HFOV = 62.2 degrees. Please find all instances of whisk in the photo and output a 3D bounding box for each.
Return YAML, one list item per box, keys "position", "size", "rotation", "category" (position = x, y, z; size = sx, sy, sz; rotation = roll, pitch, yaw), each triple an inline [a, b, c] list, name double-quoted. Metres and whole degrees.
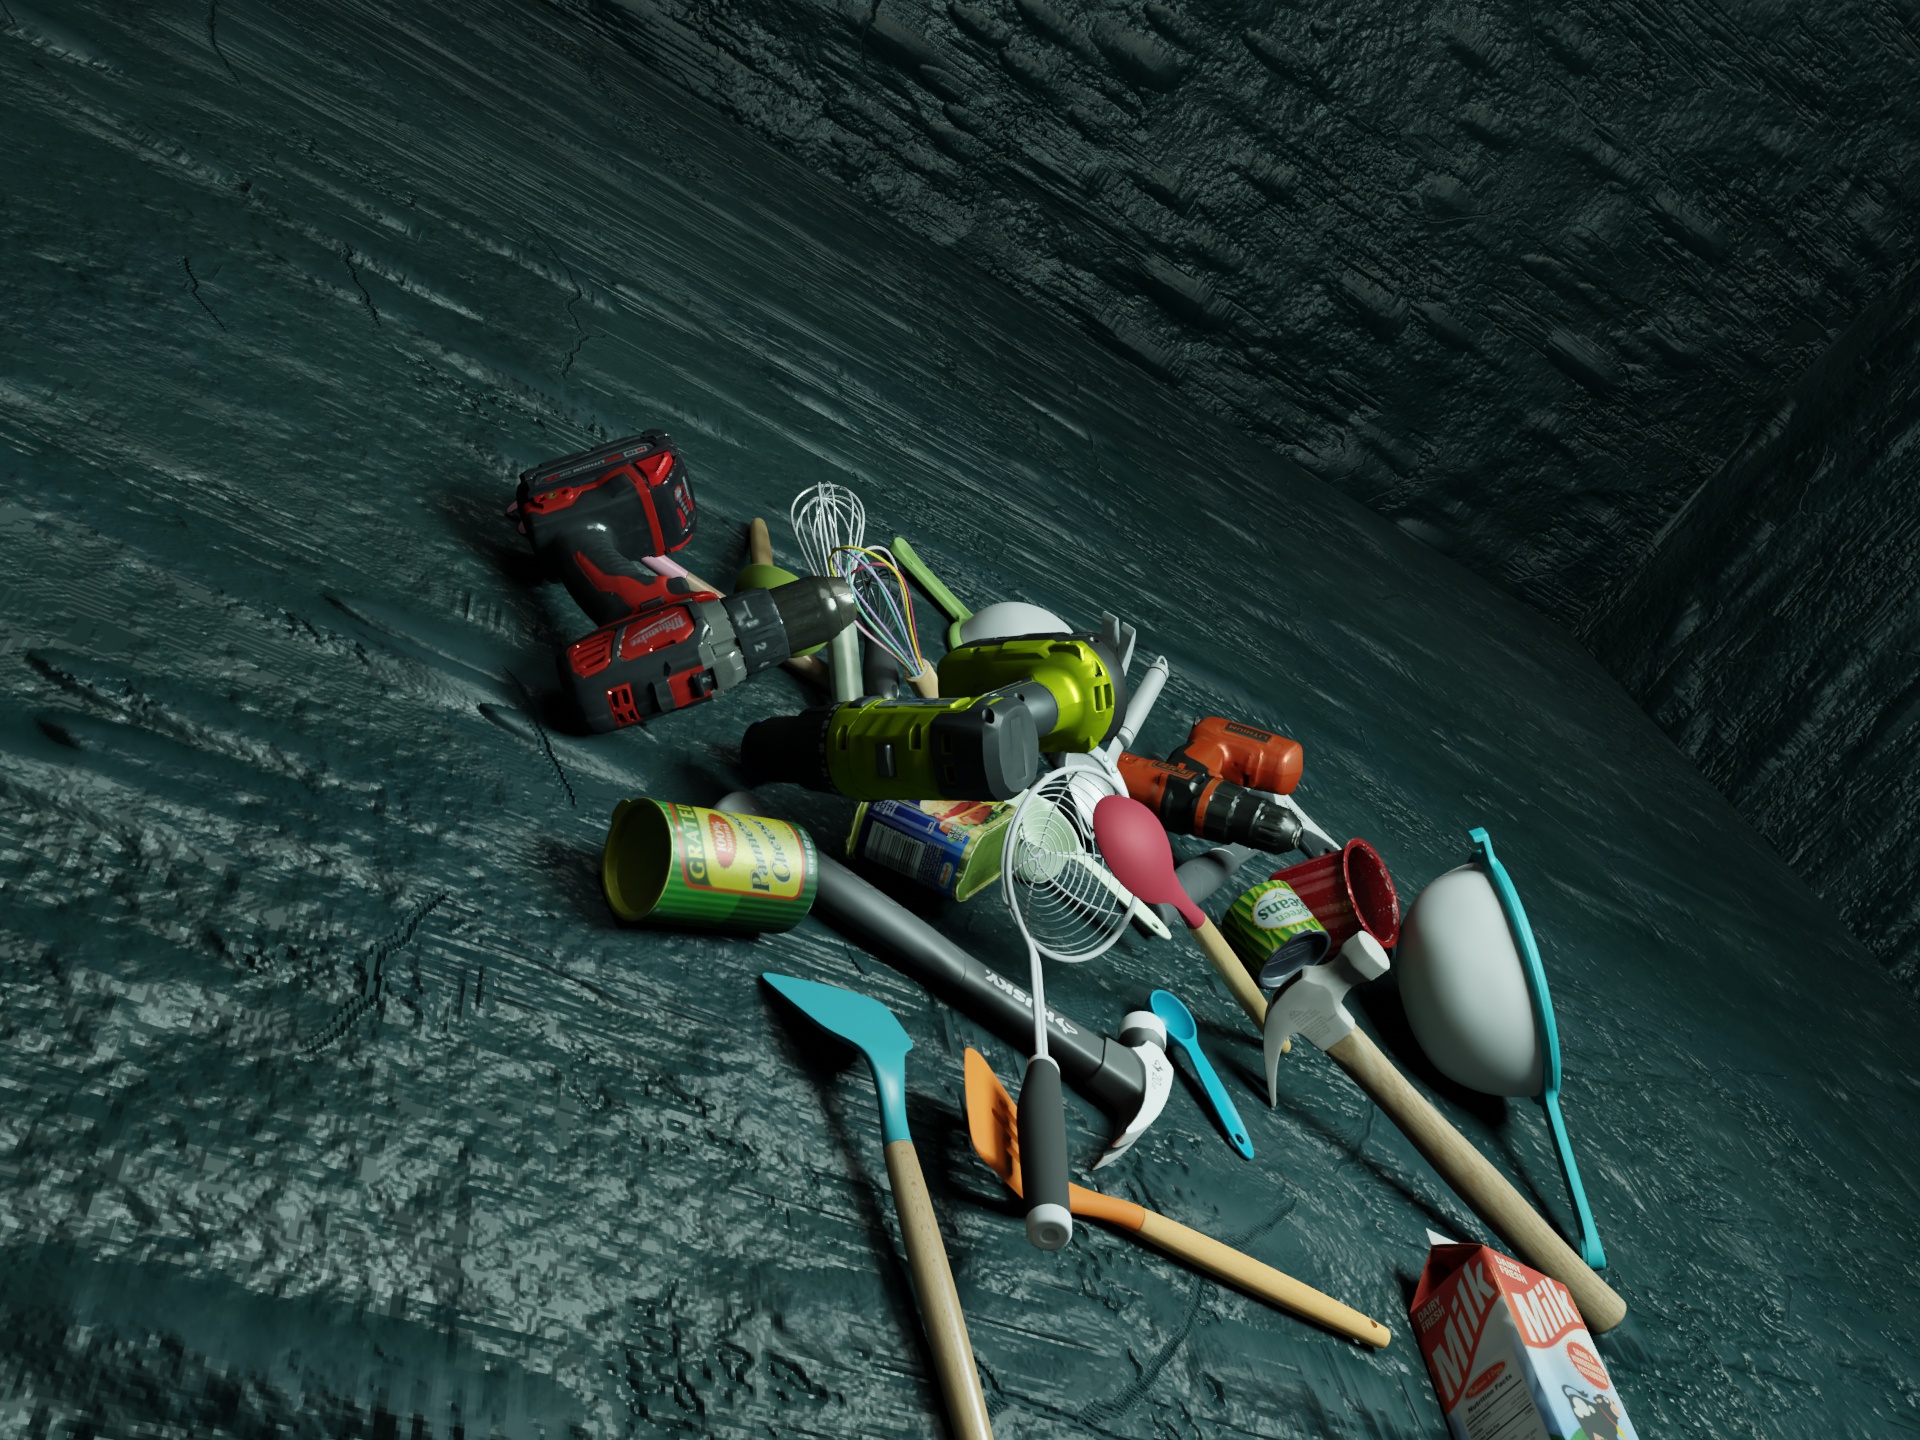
- position: [-0.037, -0.048, 1.169]
  size: [0.244, 0.047, 0.051]
  rotation: [60, 13, -51]
  category: "whisk"
- position: [-0.095, -0.086, 1.216]
  size: [0.059, 0.057, 0.247]
  rotation: [-5, 58, -6]
  category: "whisk"
- position: [-0.066, -0.066, 1.276]
  size: [0.055, 0.055, 0.239]
  rotation: [28, 23, -19]
  category: "whisk"

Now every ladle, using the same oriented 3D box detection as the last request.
- position: [0.168, 0.150, 1.077]
  size: [0.315, 0.031, 0.069]
  rotation: [52, 34, -41]
  category: "ladle"
- position: [-0.143, -0.120, 1.226]
  size: [0.078, 0.062, 0.320]
  rotation: [44, 9, -21]
  category: "ladle"

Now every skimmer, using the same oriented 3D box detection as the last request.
- position: [0.071, 0.153, 0.919]
  size: [0.127, 0.090, 0.364]
  rotation: [60, 14, -23]
  category: "skimmer"

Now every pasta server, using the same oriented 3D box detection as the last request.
- position: [-0.188, -0.084, 1.186]
  size: [0.316, 0.040, 0.060]
  rotation: [34, 23, -15]
  category: "pasta server"

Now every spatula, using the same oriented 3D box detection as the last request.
- position: [0.125, 0.287, 0.900]
  size: [0.322, 0.041, 0.081]
  rotation: [30, 23, -17]
  category: "spatula"
- position: [-0.030, 0.242, 0.794]
  size: [0.082, 0.044, 0.318]
  rotation: [21, 32, -34]
  category: "spatula"

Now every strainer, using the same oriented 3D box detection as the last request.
- position: [0.128, 0.021, 1.302]
  size: [0.086, 0.050, 0.258]
  rotation: [53, 41, -17]
  category: "strainer"
- position: [0.033, -0.098, 1.460]
  size: [0.256, 0.069, 0.151]
  rotation: [47, 25, 19]
  category: "strainer"
- position: [0.419, 0.272, 1.274]
  size: [0.210, 0.095, 0.341]
  rotation: [68, 12, -57]
  category: "strainer"

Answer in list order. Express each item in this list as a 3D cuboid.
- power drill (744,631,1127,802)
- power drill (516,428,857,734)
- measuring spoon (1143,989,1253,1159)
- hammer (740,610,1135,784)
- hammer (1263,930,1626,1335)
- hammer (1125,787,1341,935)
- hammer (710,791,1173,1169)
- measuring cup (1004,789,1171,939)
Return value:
- position: [-0.009, 0.001, 1.028]
  size: [0.190, 0.080, 0.228]
  rotation: [-1, 12, 31]
  category: "power drill"
- position: [-0.186, -0.097, 1.043]
  size: [0.188, 0.080, 0.227]
  rotation: [-20, 47, -12]
  category: "power drill"
- position: [0.158, 0.241, 1.071]
  size: [0.042, 0.021, 0.129]
  rotation: [10, 44, -48]
  category: "measuring spoon"
- position: [-0.002, -0.004, 1.191]
  size: [0.035, 0.144, 0.405]
  rotation: [34, 26, 32]
  category: "hammer"
- position: [0.337, 0.302, 1.103]
  size: [0.331, 0.130, 0.031]
  rotation: [47, 23, -3]
  category: "hammer"
- position: [0.236, 0.122, 1.374]
  size: [0.149, 0.036, 0.409]
  rotation: [44, 25, 15]
  category: "hammer"
- position: [-0.014, 0.148, 0.975]
  size: [0.334, 0.035, 0.146]
  rotation: [34, 23, -5]
  category: "hammer"
- position: [0.081, 0.115, 1.169]
  size: [0.167, 0.038, 0.083]
  rotation: [41, 23, 5]
  category: "measuring cup"
